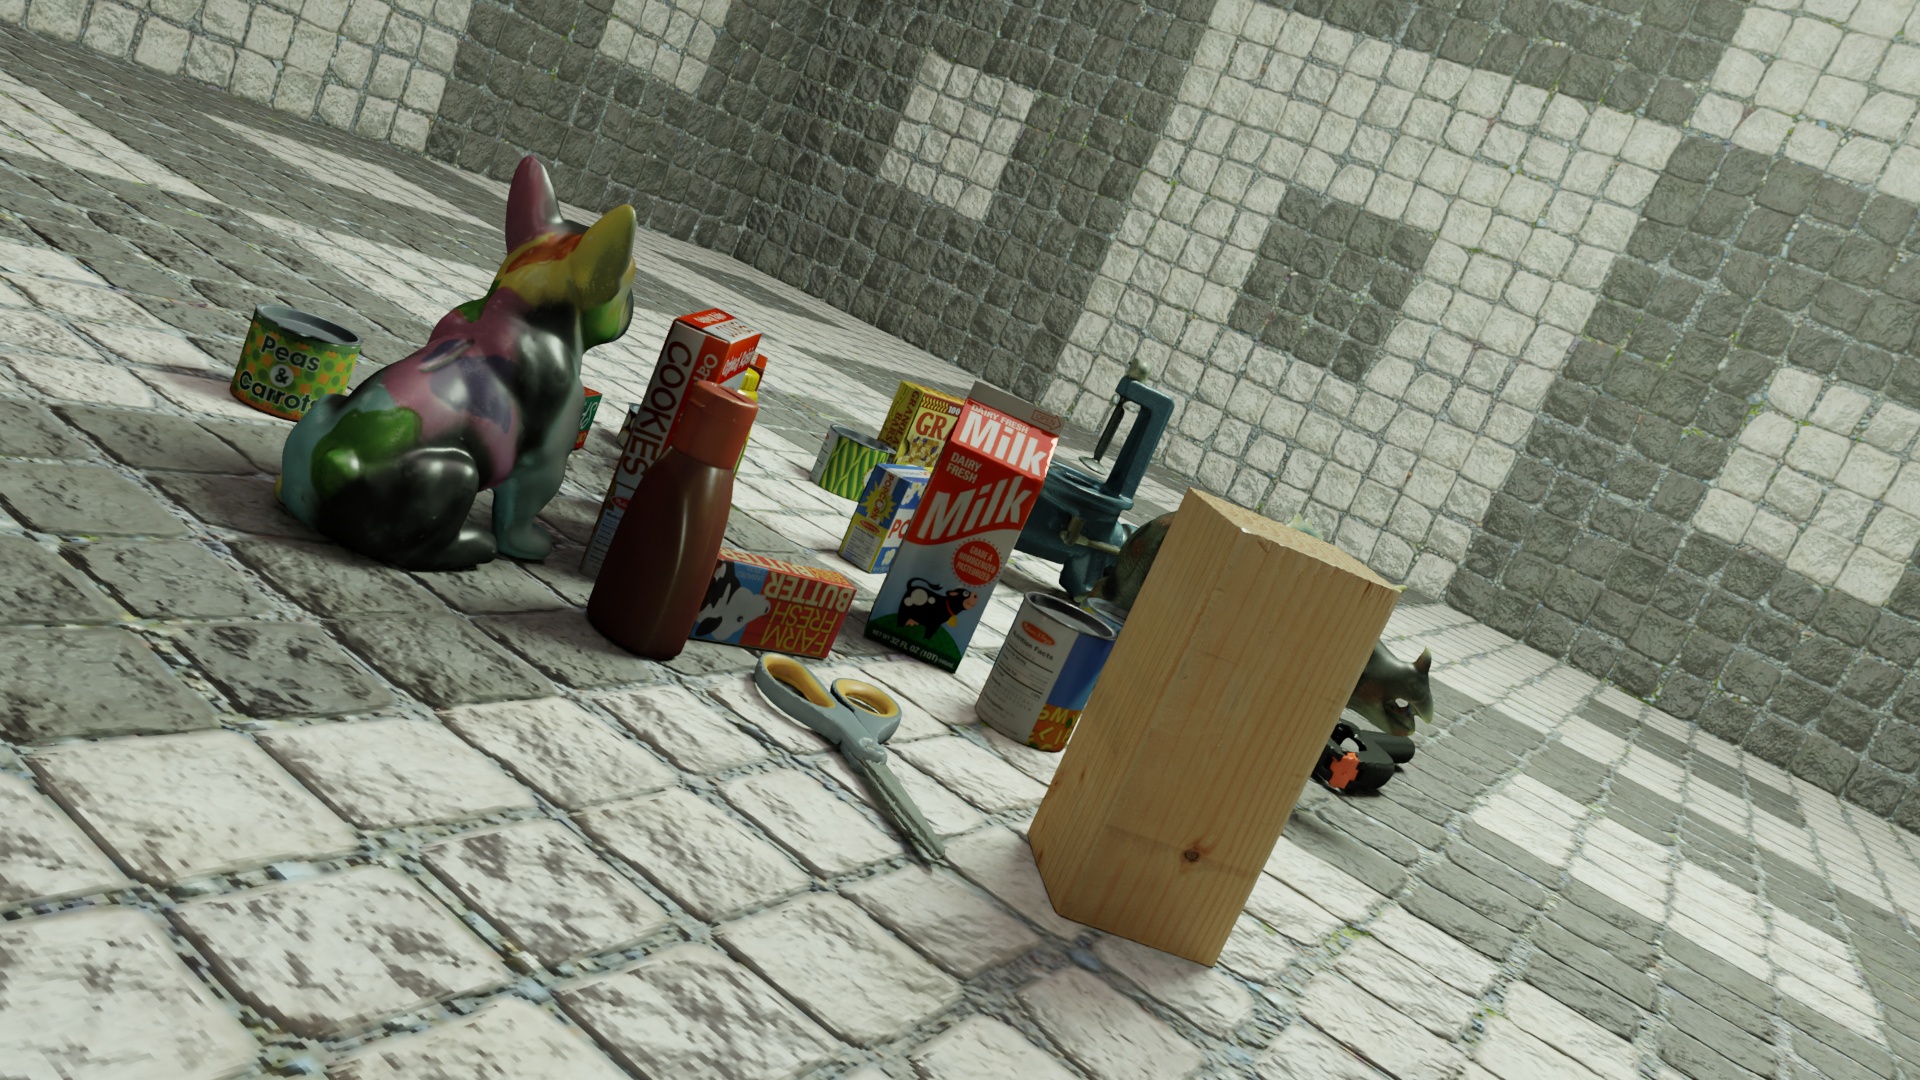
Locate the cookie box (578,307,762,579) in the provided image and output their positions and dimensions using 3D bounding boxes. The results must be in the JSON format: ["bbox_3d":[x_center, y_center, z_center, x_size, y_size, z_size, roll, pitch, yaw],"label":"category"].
[{"bbox_3d":[-0.183,-0.062,0.883,0.040,0.167,0.123,23,11,-5],"label":"cookie box"}]

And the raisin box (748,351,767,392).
[{"bbox_3d":[-0.196,-0.094,1.121,0.040,0.123,0.086,22,11,-10],"label":"raisin box"}]

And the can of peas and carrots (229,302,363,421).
[{"bbox_3d":[-0.430,-0.114,0.899,0.071,0.058,0.071,23,11,-4],"label":"can of peas and carrots"}]

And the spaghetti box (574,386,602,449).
[{"bbox_3d":[-0.320,-0.082,0.997,0.029,0.050,0.250,24,11,2],"label":"spaghetti box"}]

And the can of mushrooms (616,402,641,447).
[{"bbox_3d":[-0.263,-0.091,1.204,0.071,0.033,0.071,23,11,-4],"label":"can of mushrooms"}]

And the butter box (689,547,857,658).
[{"bbox_3d":[-0.117,0.039,0.843,0.103,0.053,0.024,14,14,-41],"label":"butter box"}]

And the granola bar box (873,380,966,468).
[{"bbox_3d":[-0.018,-0.090,1.465,0.039,0.124,0.166,32,14,39],"label":"granola bar box"}]

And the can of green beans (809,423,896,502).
[{"bbox_3d":[-0.110,-0.077,1.385,0.071,0.057,0.071,23,11,-4],"label":"can of green beans"}]

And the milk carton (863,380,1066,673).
[{"bbox_3d":[0.003,-0.012,0.971,0.072,0.190,0.073,23,10,-4],"label":"milk carton"}]

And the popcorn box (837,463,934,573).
[{"bbox_3d":[-0.045,-0.019,1.176,0.038,0.085,0.127,28,12,22],"label":"popcorn box"}]

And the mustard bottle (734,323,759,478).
[{"bbox_3d":[-0.180,-0.080,0.991,0.049,0.160,0.065,30,12,29],"label":"mustard bottle"}]

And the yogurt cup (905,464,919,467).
[{"bbox_3d":[-0.033,-0.037,1.365,0.072,0.054,0.072,23,11,-4],"label":"yogurt cup"}]

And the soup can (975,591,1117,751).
[{"bbox_3d":[0.057,0.085,0.903,0.071,0.083,0.071,23,11,-4],"label":"soup can"}]

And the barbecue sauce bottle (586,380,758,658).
[{"bbox_3d":[-0.155,-0.013,0.761,0.065,0.148,0.044,31,13,35],"label":"barbecue sauce bottle"}]

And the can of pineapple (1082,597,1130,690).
[{"bbox_3d":[0.118,0.086,1.093,0.071,0.057,0.071,23,11,-4],"label":"can of pineapple"}]
